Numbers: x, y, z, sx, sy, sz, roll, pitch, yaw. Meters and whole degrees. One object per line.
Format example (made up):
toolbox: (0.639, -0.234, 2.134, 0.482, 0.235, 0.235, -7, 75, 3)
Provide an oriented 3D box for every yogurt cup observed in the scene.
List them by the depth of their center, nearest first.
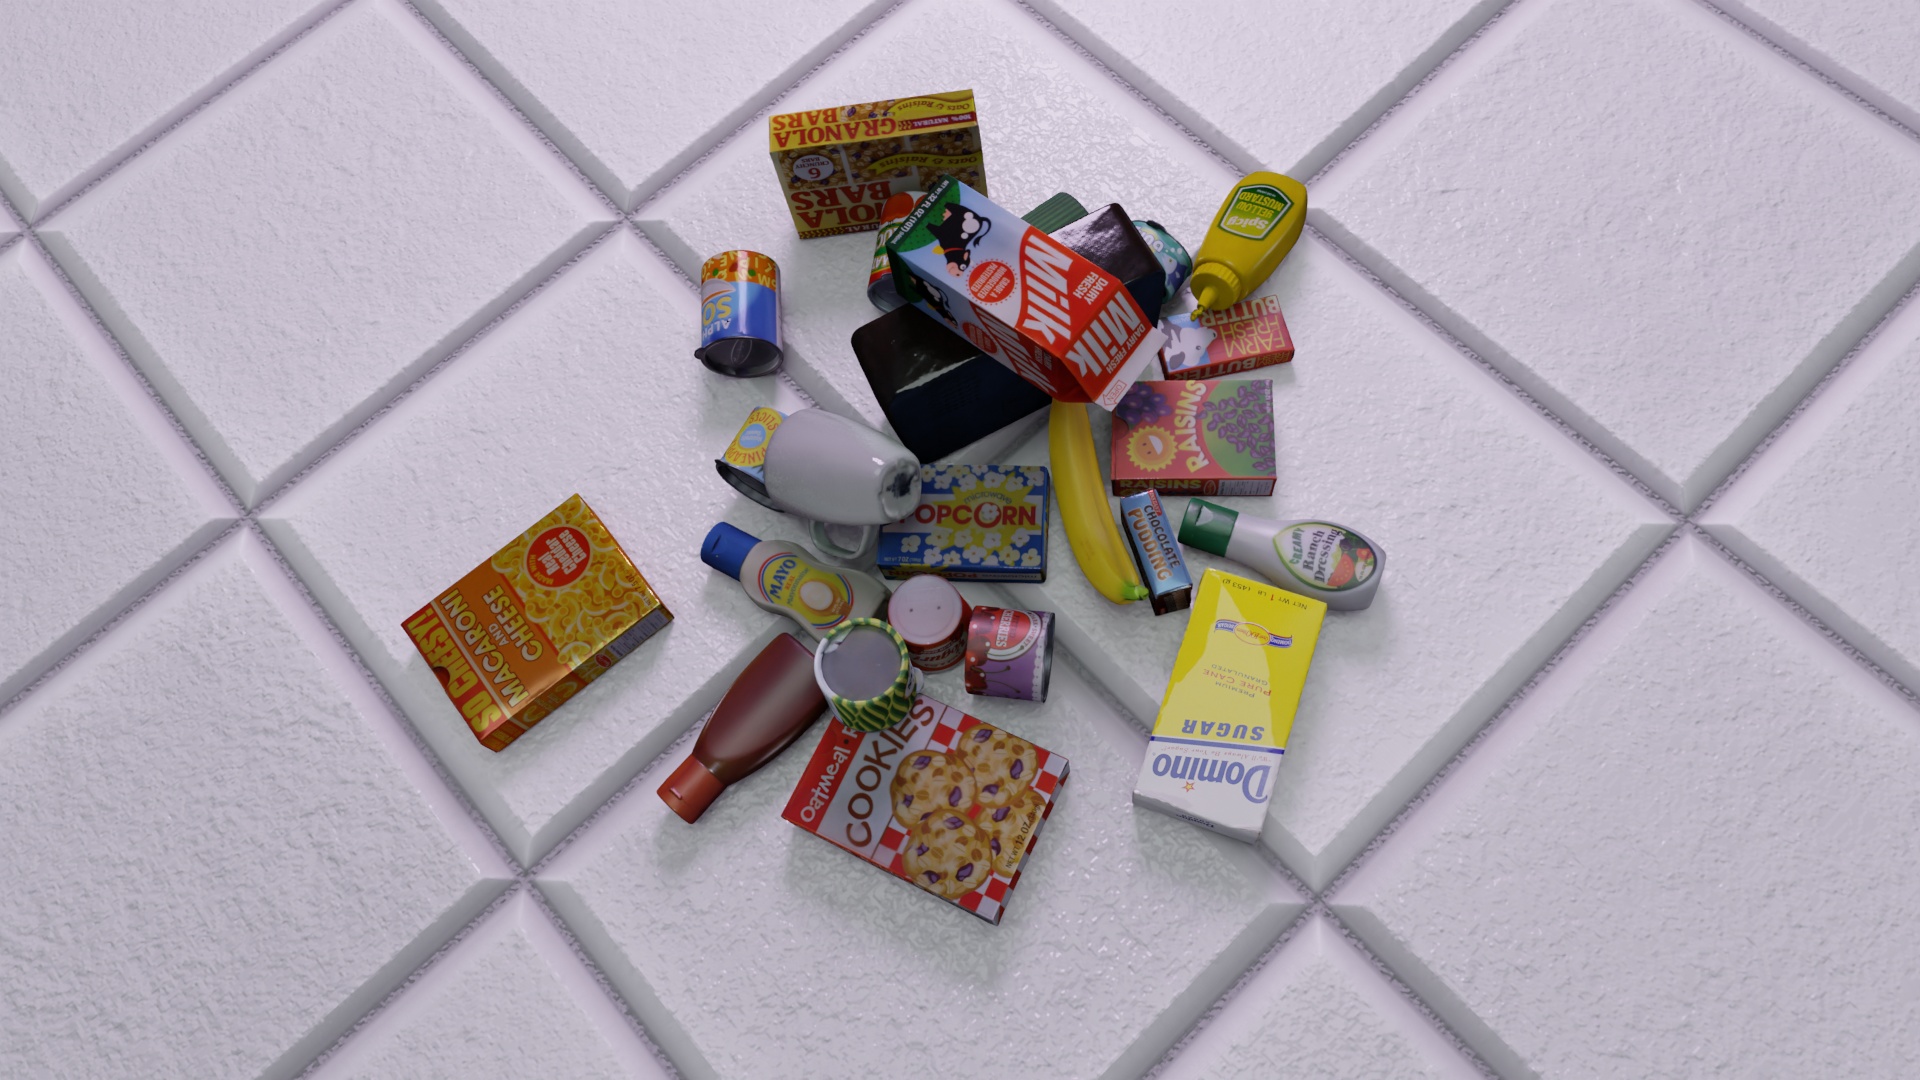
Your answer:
yogurt cup: (-0.023, 0.059, 1.028, 0.072, 0.053, 0.072, -2, 68, 5)

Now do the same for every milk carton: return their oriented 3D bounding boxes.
milk carton: (0.046, -0.164, 0.958, 0.191, 0.073, 0.072, 35, 77, 15)

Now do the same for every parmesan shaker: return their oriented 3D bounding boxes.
parmesan shaker: (0.057, -0.229, 1.124, 0.103, 0.071, 0.071, -35, 70, -8)

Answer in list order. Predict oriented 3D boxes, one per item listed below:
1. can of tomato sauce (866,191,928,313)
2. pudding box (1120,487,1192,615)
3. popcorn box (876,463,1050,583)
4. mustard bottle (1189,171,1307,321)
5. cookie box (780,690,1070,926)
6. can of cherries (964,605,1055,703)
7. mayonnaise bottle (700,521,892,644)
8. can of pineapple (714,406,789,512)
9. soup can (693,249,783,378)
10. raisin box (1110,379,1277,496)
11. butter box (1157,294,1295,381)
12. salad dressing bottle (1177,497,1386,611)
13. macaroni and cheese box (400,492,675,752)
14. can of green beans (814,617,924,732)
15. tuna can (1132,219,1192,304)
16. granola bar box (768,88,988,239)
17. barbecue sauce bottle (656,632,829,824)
can of tomato sauce: (-0.039, -0.234, 1.137, 0.071, 0.071, 0.083, 5, 69, 8)
pudding box: (0.145, 0.009, 1.033, 0.030, 0.049, 0.084, -18, 68, 0)
popcorn box: (0.004, -0.013, 1.063, 0.127, 0.038, 0.085, 1, 70, 6)
mustard bottle: (0.222, -0.229, 1.105, 0.065, 0.048, 0.161, 22, 59, 22)
cookie box: (-0.024, 0.179, 0.988, 0.167, 0.040, 0.123, 23, 72, 14)
can of cherries: (0.036, 0.080, 1.005, 0.058, 0.071, 0.072, 6, 70, 9)
mayonnaise bottle: (-0.128, 0.033, 1.055, 0.148, 0.041, 0.065, 26, 86, 15)
can of pineapple: (-0.148, -0.064, 1.081, 0.071, 0.070, 0.058, 26, 73, 15)
soup can: (-0.181, -0.185, 1.132, 0.071, 0.071, 0.084, -6, 68, 3)
raisin box: (0.178, -0.078, 1.070, 0.123, 0.040, 0.086, 0, 70, 7)
butter box: (0.209, -0.159, 1.107, 0.103, 0.024, 0.053, -11, 67, 1)
salad dressing bottle: (0.236, 0.007, 1.028, 0.148, 0.044, 0.064, 18, 70, 12)
macaroni and cheese box: (-0.325, 0.061, 1.065, 0.167, 0.040, 0.124, -38, 69, -10)
can of green beans: (-0.066, 0.094, 0.973, 0.071, 0.057, 0.071, -2, 64, 4)
tuna can: (0.150, -0.224, 1.113, 0.071, 0.071, 0.033, 34, 77, 17)
granola bar box: (-0.063, -0.306, 1.138, 0.166, 0.123, 0.039, -7, 68, 3)
barbecue sauce bottle: (-0.157, 0.140, 1.016, 0.065, 0.043, 0.149, 39, 78, 18)
